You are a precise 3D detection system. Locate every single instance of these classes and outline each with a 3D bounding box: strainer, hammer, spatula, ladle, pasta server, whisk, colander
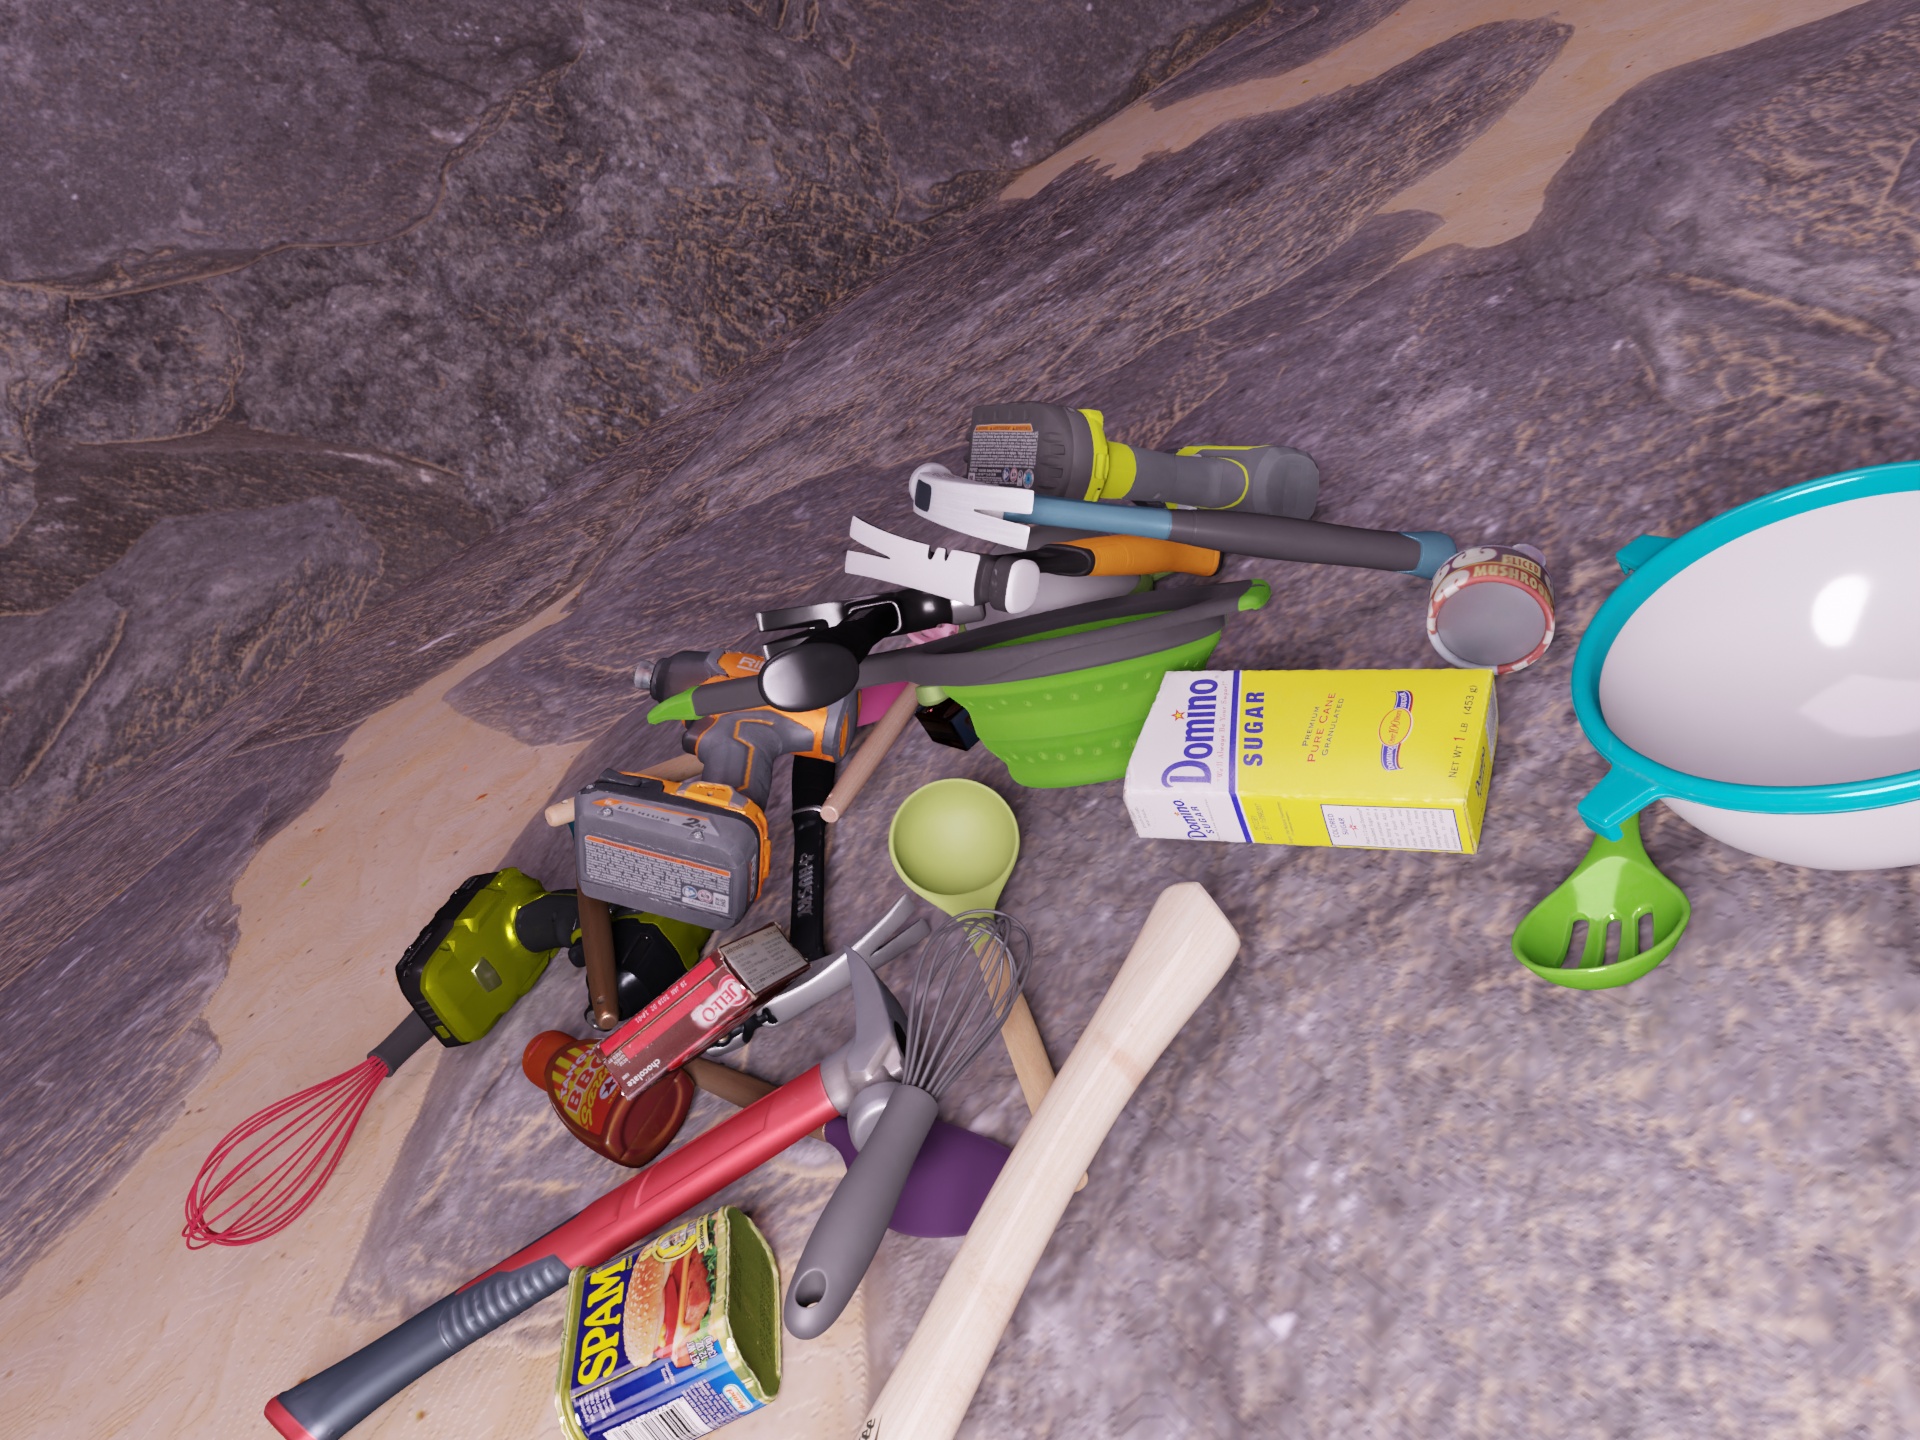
[{"bbox_3d":[0.417,-0.018,0.602,0.340,0.095,0.211,-10,34,35],"label":"strainer"},{"bbox_3d":[0.005,0.226,0.656,0.146,0.038,0.411,-7,37,45],"label":"hammer"},{"bbox_3d":[-0.082,0.211,0.838,0.316,0.018,0.060,5,45,52],"label":"spatula"},{"bbox_3d":[0.035,-0.087,1.136,0.151,0.069,0.256,-5,20,35],"label":"strainer"},{"bbox_3d":[0.019,0.126,0.838,0.078,0.062,0.320,-12,27,-6],"label":"ladle"},{"bbox_3d":[-0.101,0.073,1.103,0.149,0.036,0.409,-26,24,8],"label":"hammer"},{"bbox_3d":[0.073,-0.105,1.030,0.127,0.034,0.336,18,16,33],"label":"hammer"},{"bbox_3d":[-0.046,-0.017,1.167,0.060,0.040,0.316,-34,13,30],"label":"pasta server"},{"bbox_3d":[-0.024,0.172,0.718,0.055,0.055,0.239,-14,30,35],"label":"whisk"},{"bbox_3d":[-0.417,0.253,1.105,0.073,0.073,0.296,-11,25,38],"label":"whisk"},{"bbox_3d":[-0.002,-0.003,0.977,0.397,0.094,0.204,-10,8,15],"label":"colander"},{"bbox_3d":[-0.192,0.258,0.826,0.386,0.038,0.143,-32,27,5],"label":"hammer"},{"bbox_3d":[0.137,-0.118,0.964,0.331,0.033,0.128,6,14,-8],"label":"hammer"},{"bbox_3d":[-0.239,0.110,1.054,0.082,0.044,0.318,-24,31,-3],"label":"spatula"},{"bbox_3d":[-0.068,-0.044,0.892,0.146,0.035,0.335,-10,8,6],"label":"hammer"}]

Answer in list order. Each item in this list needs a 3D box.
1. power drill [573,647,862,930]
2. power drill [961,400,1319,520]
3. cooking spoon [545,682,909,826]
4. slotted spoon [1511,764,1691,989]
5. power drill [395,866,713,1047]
[{"bbox_3d":[-0.174,0.029,1.063,0.164,0.084,0.227,13,36,8],"label":"power drill"},{"bbox_3d":[0.119,-0.180,1.164,0.228,0.080,0.191,2,8,-30],"label":"power drill"},{"bbox_3d":[-0.155,0.017,1.159,0.319,0.017,0.069,-22,26,-35],"label":"cooking spoon"},{"bbox_3d":[0.313,0.019,0.735,0.070,0.031,0.314,-11,29,37],"label":"slotted spoon"},{"bbox_3d":[-0.272,0.156,1.098,0.223,0.080,0.171,-13,29,29],"label":"power drill"}]
